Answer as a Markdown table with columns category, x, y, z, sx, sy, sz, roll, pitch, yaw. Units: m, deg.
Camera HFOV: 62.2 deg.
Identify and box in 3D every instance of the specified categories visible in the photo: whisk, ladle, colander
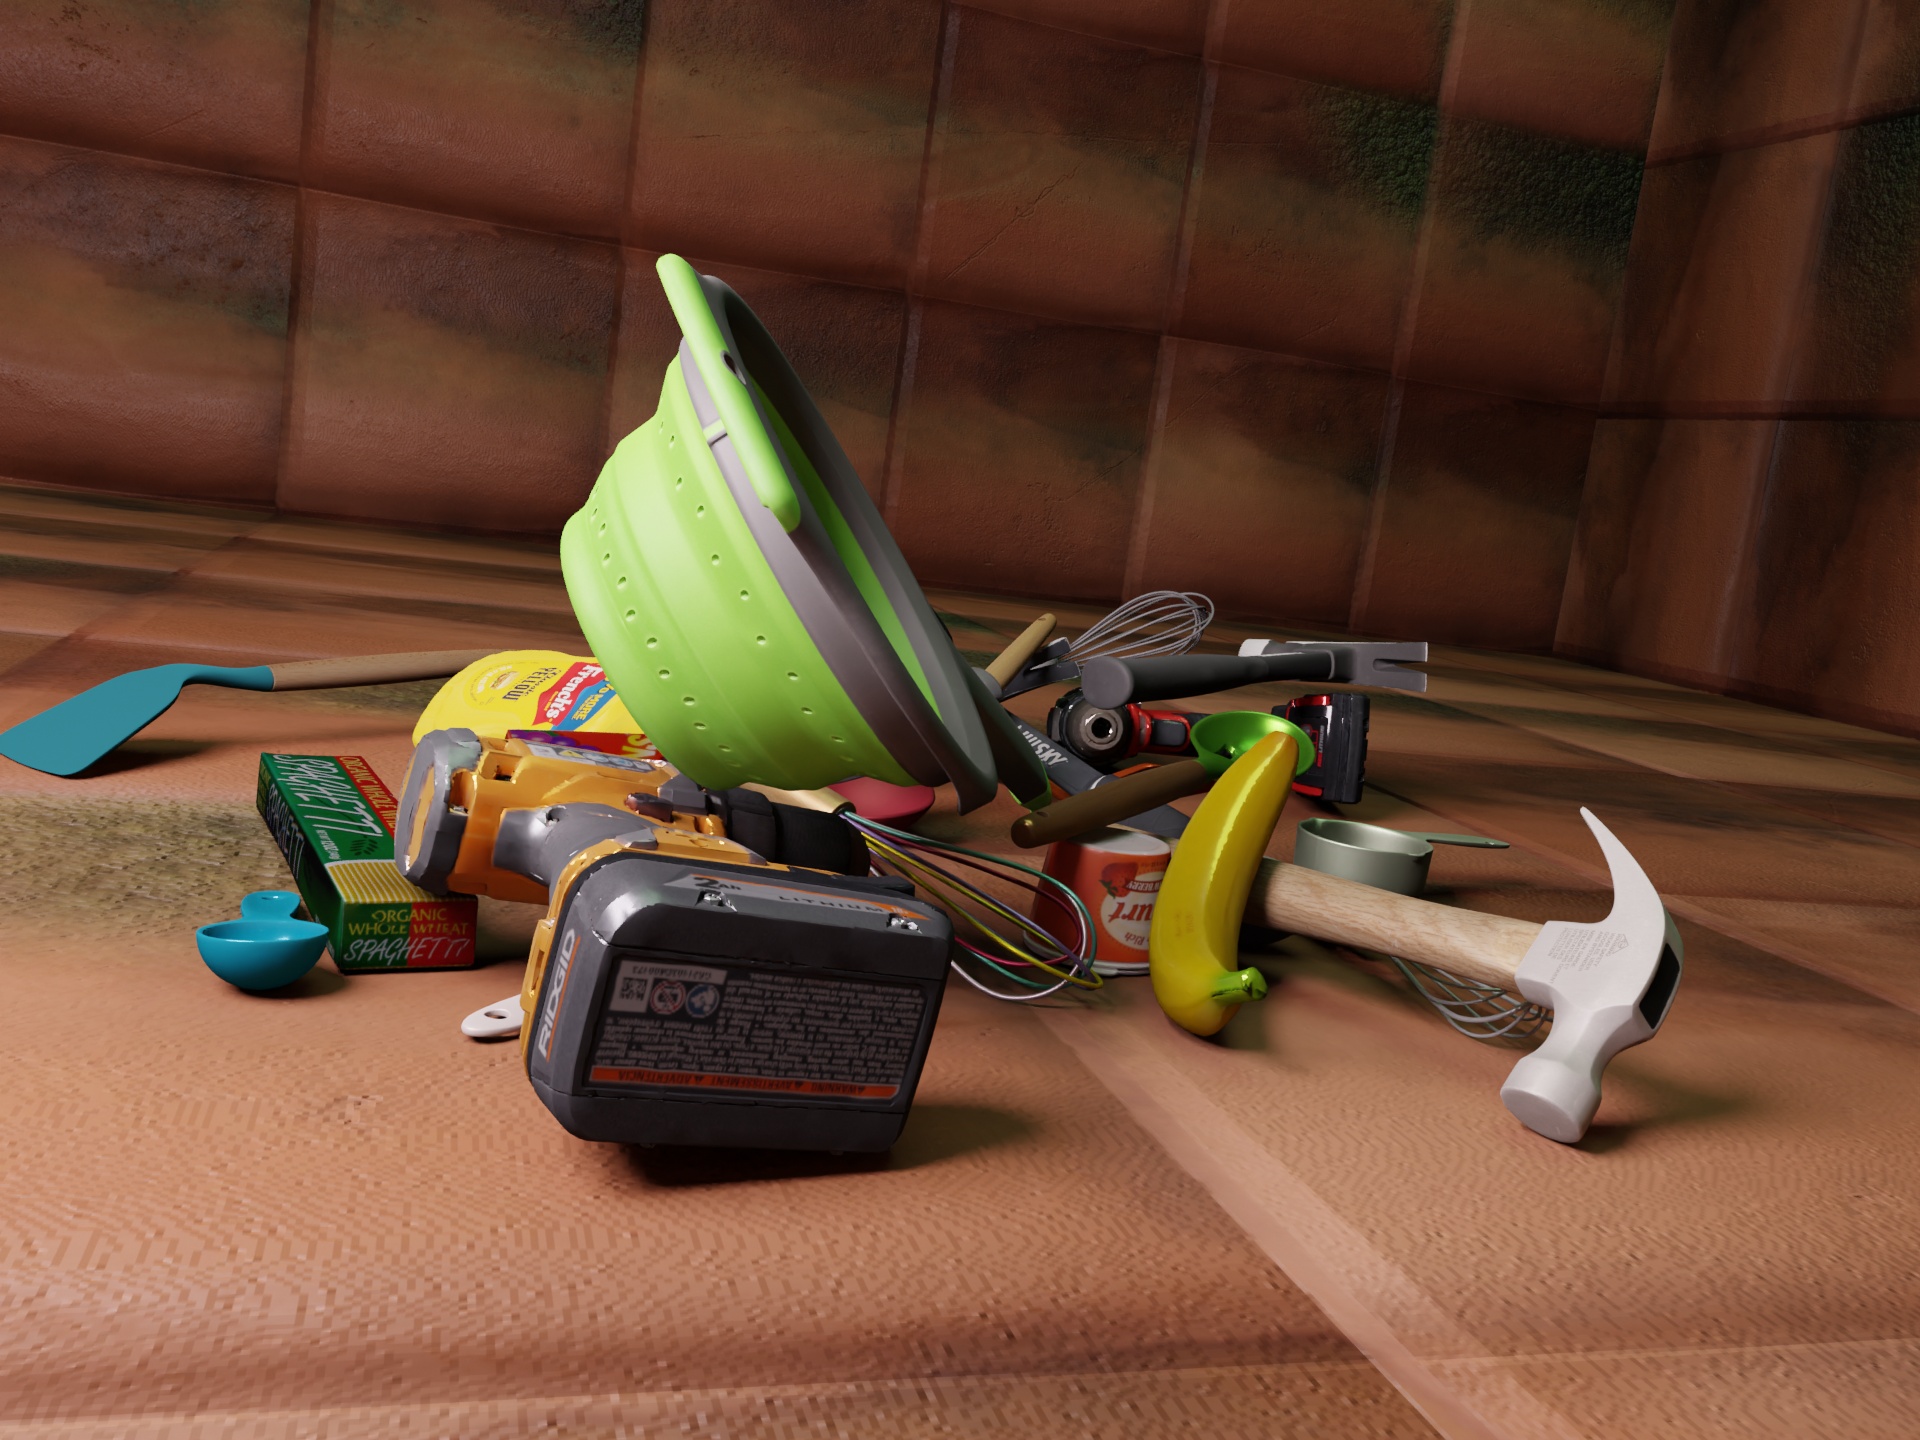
| category | x | y | z | sx | sy | sz | roll | pitch | yaw |
| --- | --- | --- | --- | --- | --- | --- | --- | --- | --- |
| whisk | 0.068 | -0.042 | 1.142 | 0.239 | 0.055 | 0.055 | -19 | 8 | 2 |
| ladle | -0.002 | -0.003 | 0.991 | 0.069 | 0.031 | 0.315 | 9 | 29 | 22 |
| whisk | 0.201 | 0.098 | 0.763 | 0.059 | 0.058 | 0.246 | 41 | -8 | -19 |
| colander | -0.050 | -0.015 | 0.631 | 0.094 | 0.205 | 0.396 | -28 | -26 | 6 |
| whisk | -0.038 | 0.053 | 0.691 | 0.245 | 0.051 | 0.047 | 29 | 33 | 30 |

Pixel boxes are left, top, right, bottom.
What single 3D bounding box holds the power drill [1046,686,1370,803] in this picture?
| category | x | y | z | sx | sy | sz | roll | pitch | yaw |
| --- | --- | --- | --- | --- | --- | --- | --- | --- | --- |
| power drill | 0.176 | 0.011 | 1.153 | 0.226 | 0.080 | 0.188 | 5 | 0 | 1 |

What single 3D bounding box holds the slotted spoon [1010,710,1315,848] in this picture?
| category | x | y | z | sx | sy | sz | roll | pitch | yaw |
| --- | --- | --- | --- | --- | --- | --- | --- | --- | --- |
| slotted spoon | 0.104 | 0.030 | 0.798 | 0.070 | 0.031 | 0.313 | 24 | 18 | 26 |

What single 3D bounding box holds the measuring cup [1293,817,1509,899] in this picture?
| category | x | y | z | sx | sy | sz | roll | pitch | yaw |
| --- | --- | --- | --- | --- | --- | --- | --- | --- | --- |
| measuring cup | 0.264 | 0.085 | 0.931 | 0.167 | 0.038 | 0.083 | 4 | 9 | -35 |

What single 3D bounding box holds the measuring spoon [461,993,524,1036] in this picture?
| category | x | y | z | sx | sy | sz | roll | pitch | yaw |
| --- | --- | --- | --- | --- | --- | --- | --- | --- | --- |
| measuring spoon | -0.138 | 0.092 | 0.581 | 0.034 | 0.018 | 0.124 | 11 | 9 | 21 |

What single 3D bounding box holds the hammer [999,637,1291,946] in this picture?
| category | x | y | z | sx | sy | sz | roll | pitch | yaw |
| --- | --- | --- | --- | --- | --- | --- | --- | --- | --- |
| hammer | 0.080 | 0.037 | 0.938 | 0.149 | 0.036 | 0.409 | -30 | 25 | -12 |

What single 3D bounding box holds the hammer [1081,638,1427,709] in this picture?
| category | x | y | z | sx | sy | sz | roll | pitch | yaw |
| --- | --- | --- | --- | --- | --- | --- | --- | --- | --- |
| hammer | 0.185 | -0.032 | 1.040 | 0.146 | 0.035 | 0.334 | 4 | 6 | 36 |

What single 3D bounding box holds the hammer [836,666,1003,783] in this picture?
| category | x | y | z | sx | sy | sz | roll | pitch | yaw |
| --- | --- | --- | --- | --- | --- | --- | --- | --- | --- |
| hammer | -0.171 | -0.005 | 0.948 | 0.386 | 0.038 | 0.143 | 3 | 14 | 36 |

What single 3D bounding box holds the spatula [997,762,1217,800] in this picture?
| category | x | y | z | sx | sy | sz | roll | pitch | yaw |
| --- | --- | --- | --- | --- | --- | --- | --- | --- | --- |
| spatula | 0.031 | 0.024 | 1.104 | 0.323 | 0.041 | 0.081 | 14 | -2 | 44 |

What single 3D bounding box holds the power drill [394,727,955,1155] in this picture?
| category | x | y | z | sx | sy | sz | roll | pitch | yaw |
| --- | --- | --- | --- | --- | --- | --- | --- | --- | --- |
| power drill | -0.084 | 0.065 | 0.550 | 0.185 | 0.084 | 0.226 | 12 | 8 | -31 |

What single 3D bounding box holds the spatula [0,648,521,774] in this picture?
| category | x | y | z | sx | sy | sz | roll | pitch | yaw |
| --- | --- | --- | --- | --- | --- | --- | --- | --- | --- |
| spatula | -0.382 | -0.016 | 0.927 | 0.082 | 0.044 | 0.317 | 13 | 13 | 33 |

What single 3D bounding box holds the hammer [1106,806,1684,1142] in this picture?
| category | x | y | z | sx | sy | sz | roll | pitch | yaw |
| --- | --- | --- | --- | --- | --- | --- | --- | --- | --- |
| hammer | 0.157 | 0.080 | 0.706 | 0.331 | 0.130 | 0.031 | 10 | -37 | 54 |

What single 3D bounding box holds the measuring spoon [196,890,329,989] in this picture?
| category | x | y | z | sx | sy | sz | roll | pitch | yaw |
| --- | --- | --- | --- | --- | --- | --- | --- | --- | --- |
| measuring spoon | -0.255 | 0.080 | 0.586 | 0.042 | 0.021 | 0.129 | 3 | 1 | -21 |

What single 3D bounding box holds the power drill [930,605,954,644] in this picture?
| category | x | y | z | sx | sy | sz | roll | pitch | yaw |
| --- | --- | --- | --- | --- | --- | --- | --- | --- | --- |
| power drill | -0.118 | -0.081 | 1.074 | 0.226 | 0.164 | 0.084 | 26 | 16 | -32 |
